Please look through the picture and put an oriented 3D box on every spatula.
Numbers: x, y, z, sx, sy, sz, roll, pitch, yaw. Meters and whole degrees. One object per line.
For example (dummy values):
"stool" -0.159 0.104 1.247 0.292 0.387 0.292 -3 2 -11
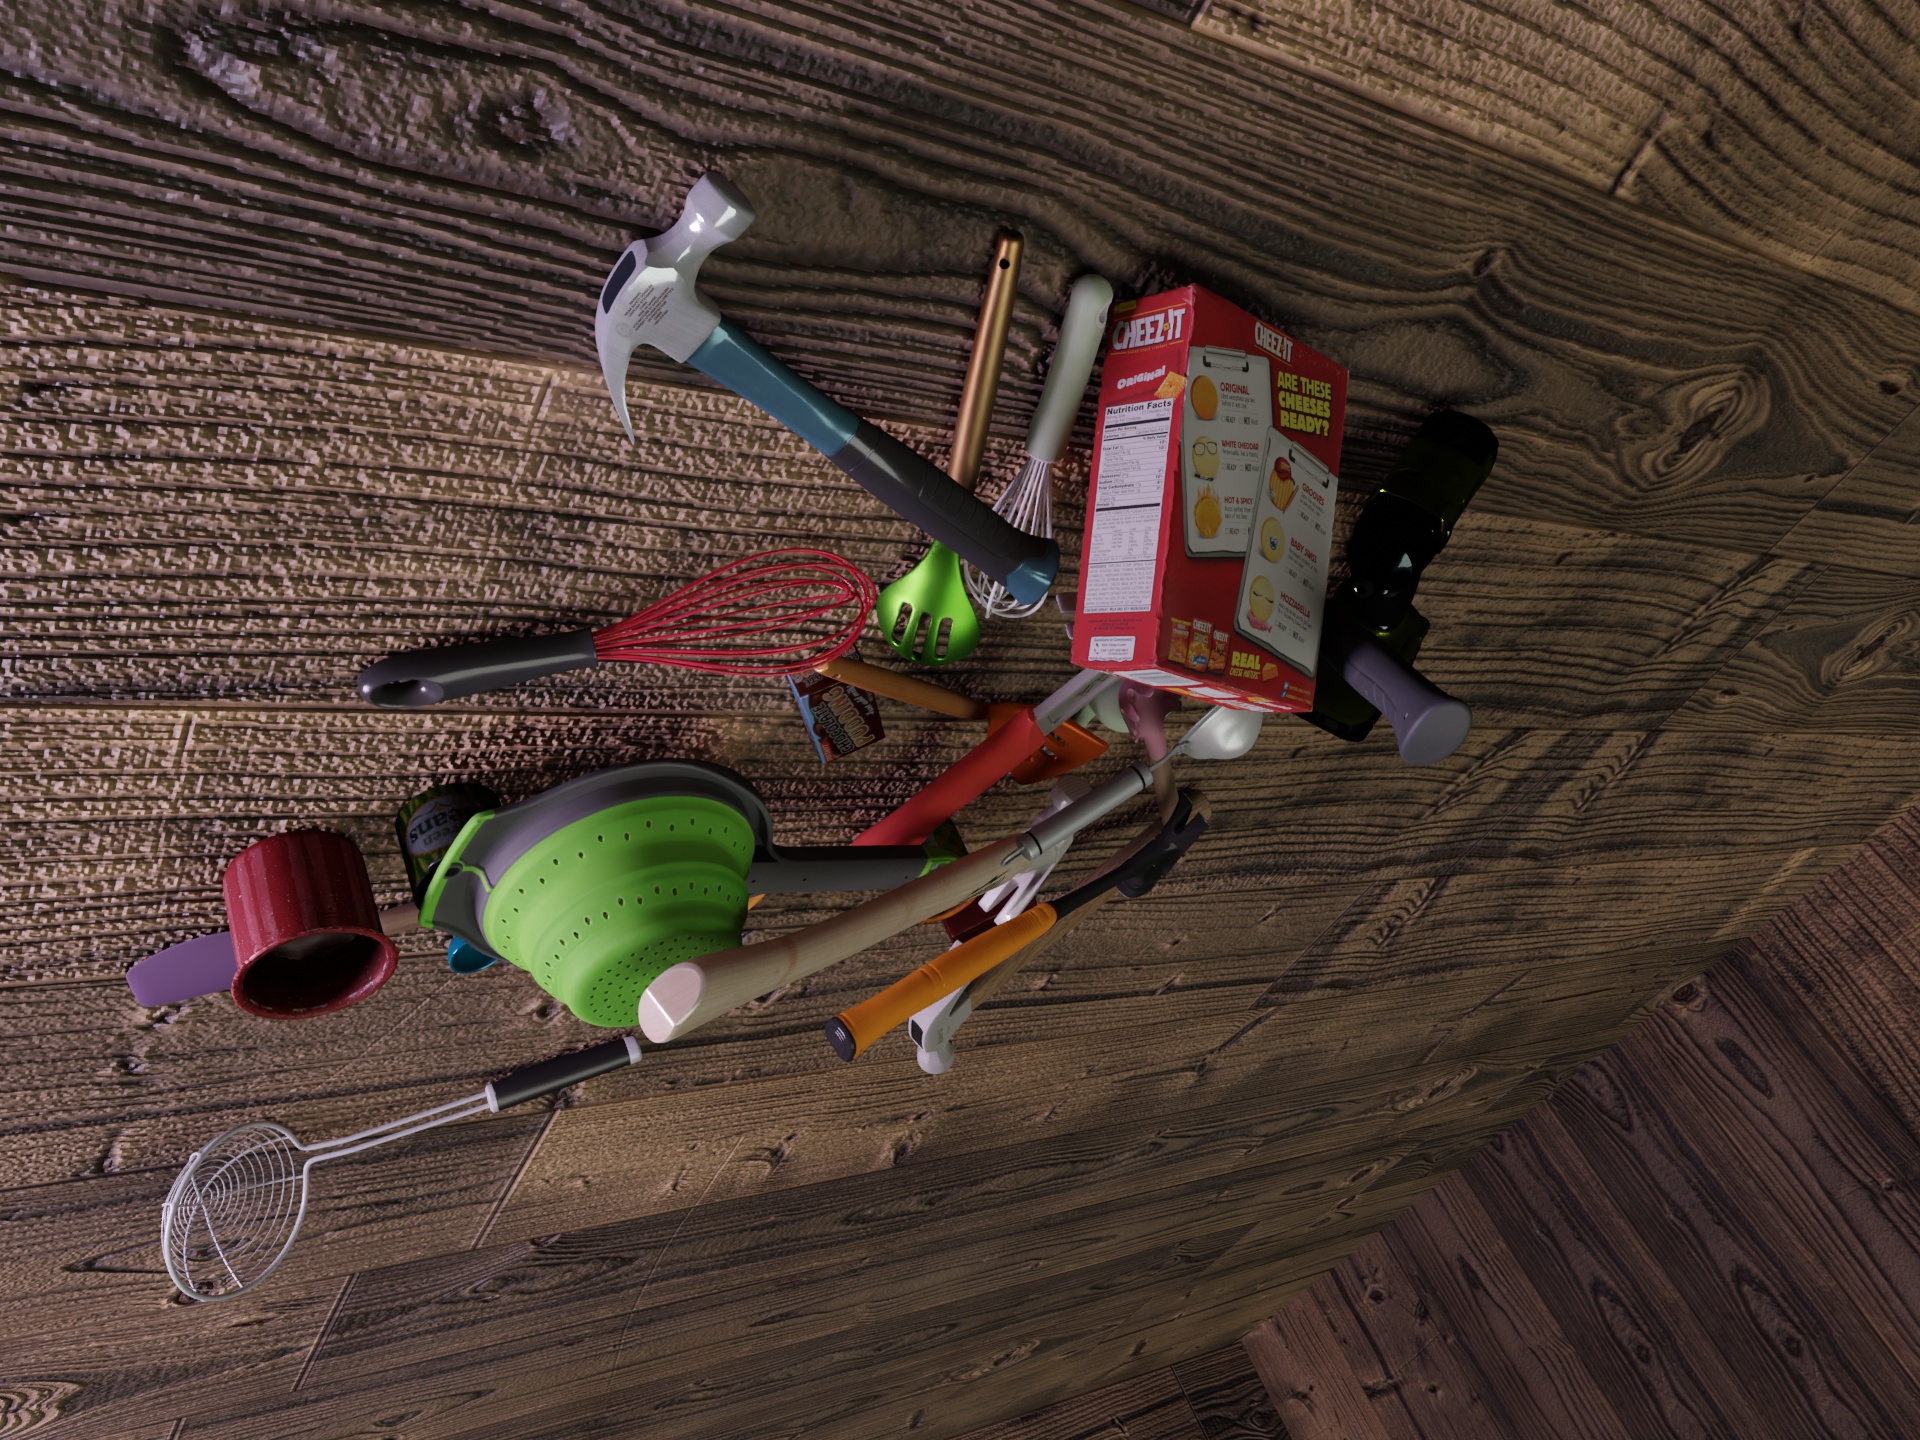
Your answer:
"spatula" -0.373 0.130 1.044 0.316 0.018 0.059 -14 141 -21
"spatula" -0.002 -0.003 1.091 0.081 0.041 0.322 -24 160 25

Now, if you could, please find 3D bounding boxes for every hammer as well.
"hammer" 0.023 0.020 1.089 0.149 0.037 0.359 4 150 -38
"hammer" 0.234 -0.058 0.983 0.035 0.335 0.146 14 108 -13
"hammer" 0.044 0.157 1.182 0.337 0.034 0.127 -26 160 -32
"hammer" -0.054 -0.146 0.848 0.128 0.033 0.330 -40 136 20
"hammer" -0.056 0.139 1.071 0.410 0.038 0.146 -17 147 -51
"hammer" 0.088 0.161 1.331 0.331 0.031 0.130 -37 150 -22

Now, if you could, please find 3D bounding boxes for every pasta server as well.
"pasta server" 0.160 0.042 1.230 0.060 0.040 0.315 -38 148 -10

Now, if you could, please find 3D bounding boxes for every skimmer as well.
"skimmer" -0.412 0.324 1.214 0.363 0.090 0.127 -16 114 -23

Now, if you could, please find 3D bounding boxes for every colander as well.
"colander" -0.140 0.127 1.038 0.396 0.095 0.204 3 135 -42

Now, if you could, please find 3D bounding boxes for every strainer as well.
"strainer" 0.134 0.036 1.123 0.258 0.050 0.086 -31 165 -16

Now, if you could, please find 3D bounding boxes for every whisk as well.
"whisk" -0.190 -0.045 0.909 0.295 0.073 0.073 -11 144 -14
"whisk" 0.047 -0.155 0.948 0.058 0.059 0.246 -51 164 -45

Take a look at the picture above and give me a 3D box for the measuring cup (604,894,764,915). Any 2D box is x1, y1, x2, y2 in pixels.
"measuring cup" -0.205 0.146 1.162 0.173 0.052 0.095 -40 146 13

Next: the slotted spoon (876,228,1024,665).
"slotted spoon" -0.001 -0.142 0.930 0.070 0.031 0.313 18 134 4

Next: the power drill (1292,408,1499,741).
"power drill" 0.300 -0.092 1.139 0.171 0.080 0.223 -50 160 -31

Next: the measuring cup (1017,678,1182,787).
"measuring cup" 0.105 0.007 1.212 0.083 0.038 0.167 15 125 -47

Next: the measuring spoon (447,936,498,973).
"measuring spoon" -0.300 0.140 1.119 0.128 0.021 0.042 -22 147 -27
